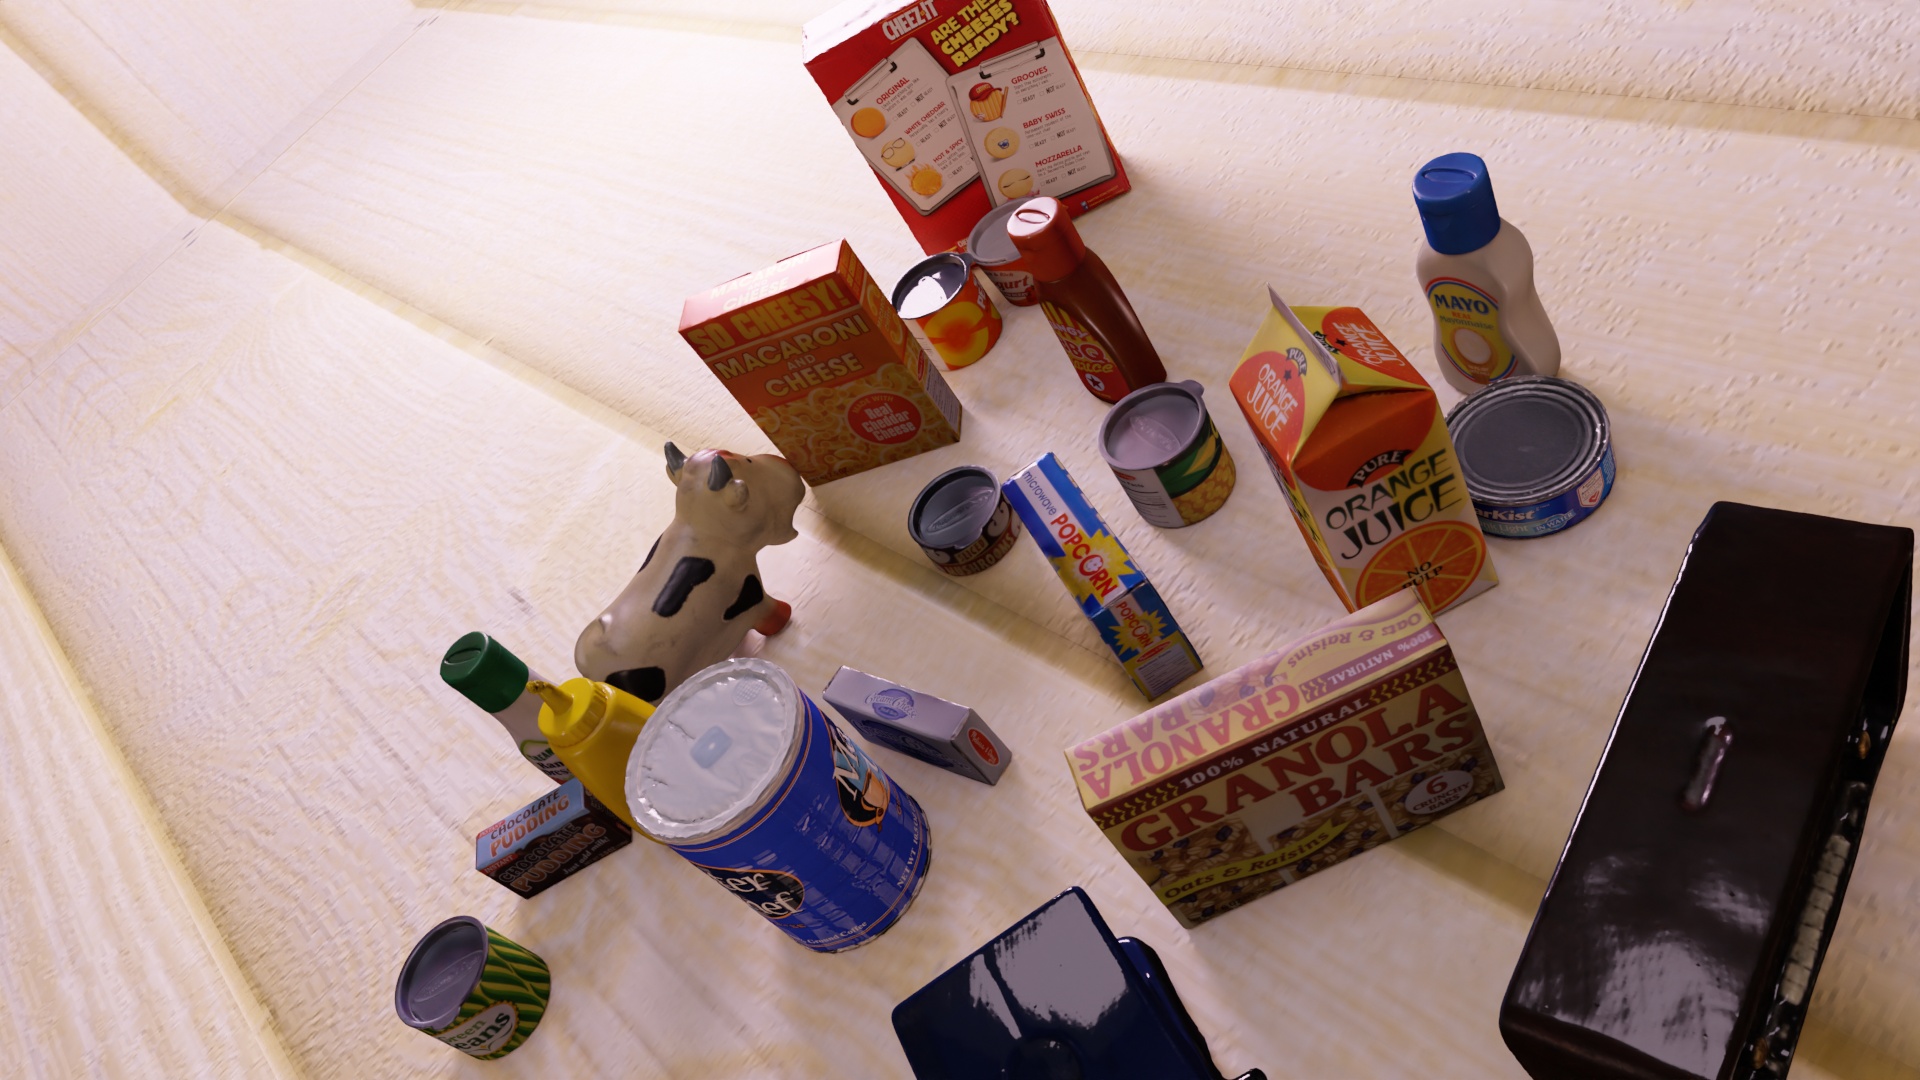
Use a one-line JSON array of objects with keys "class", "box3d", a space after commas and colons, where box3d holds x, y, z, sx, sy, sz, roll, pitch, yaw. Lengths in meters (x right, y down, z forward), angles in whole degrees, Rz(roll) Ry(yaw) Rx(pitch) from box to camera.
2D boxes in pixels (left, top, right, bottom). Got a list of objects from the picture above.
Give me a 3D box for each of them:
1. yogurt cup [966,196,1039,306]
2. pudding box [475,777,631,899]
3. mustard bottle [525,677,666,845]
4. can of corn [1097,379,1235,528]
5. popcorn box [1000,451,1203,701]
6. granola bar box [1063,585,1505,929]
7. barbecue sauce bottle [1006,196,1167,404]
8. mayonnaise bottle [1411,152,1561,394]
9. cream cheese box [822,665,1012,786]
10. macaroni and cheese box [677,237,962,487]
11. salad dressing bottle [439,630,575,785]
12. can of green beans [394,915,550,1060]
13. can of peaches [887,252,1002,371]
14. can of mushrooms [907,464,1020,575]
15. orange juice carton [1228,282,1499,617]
[{"class": "yogurt cup", "box3d": [0.046, -0.209, 1.014, 0.072, 0.053, 0.073, -18, 45, 20]}, {"class": "pudding box", "box3d": [-0.254, 0.185, 0.867, 0.083, 0.049, 0.030, -30, 43, 8]}, {"class": "mustard bottle", "box3d": [-0.197, 0.119, 0.805, 0.065, 0.159, 0.049, -46, 43, -9]}, {"class": "can of corn", "box3d": [0.124, -0.051, 0.819, 0.071, 0.058, 0.071, -18, 45, 20]}, {"class": "popcorn box", "box3d": [0.077, 0.018, 0.769, 0.038, 0.085, 0.127, -34, 42, 3]}, {"class": "granola bar box", "box3d": [0.147, 0.102, 0.619, 0.165, 0.123, 0.039, -27, 43, 11]}, {"class": "barbecue sauce bottle", "box3d": [0.077, -0.149, 0.870, 0.044, 0.148, 0.065, -49, 43, -13]}, {"class": "mayonnaise bottle", "box3d": [0.271, -0.135, 0.730, 0.065, 0.147, 0.041, 21, 67, 43]}, {"class": "cream cheese box", "box3d": [-0.025, 0.104, 0.784, 0.104, 0.053, 0.024, 13, 62, 40]}, {"class": "macaroni and cheese box", "box3d": [-0.091, -0.115, 0.939, 0.123, 0.166, 0.040, -16, 46, 22]}, {"class": "salad dressing bottle", "box3d": [-0.259, 0.110, 0.864, 0.064, 0.147, 0.044, -13, 47, 24]}, {"class": "can of green beans", "box3d": [-0.284, 0.262, 0.812, 0.071, 0.057, 0.071, -18, 45, 20]}, {"class": "can of peaches", "box3d": [-0.008, -0.167, 1.010, 0.071, 0.058, 0.071, -18, 45, 20]}, {"class": "can of mushrooms", "box3d": [0.003, -0.011, 0.882, 0.071, 0.033, 0.071, -18, 45, 20]}, {"class": "orange juice carton", "box3d": [0.190, -0.039, 0.665, 0.073, 0.192, 0.072, -30, 43, 8]}]
